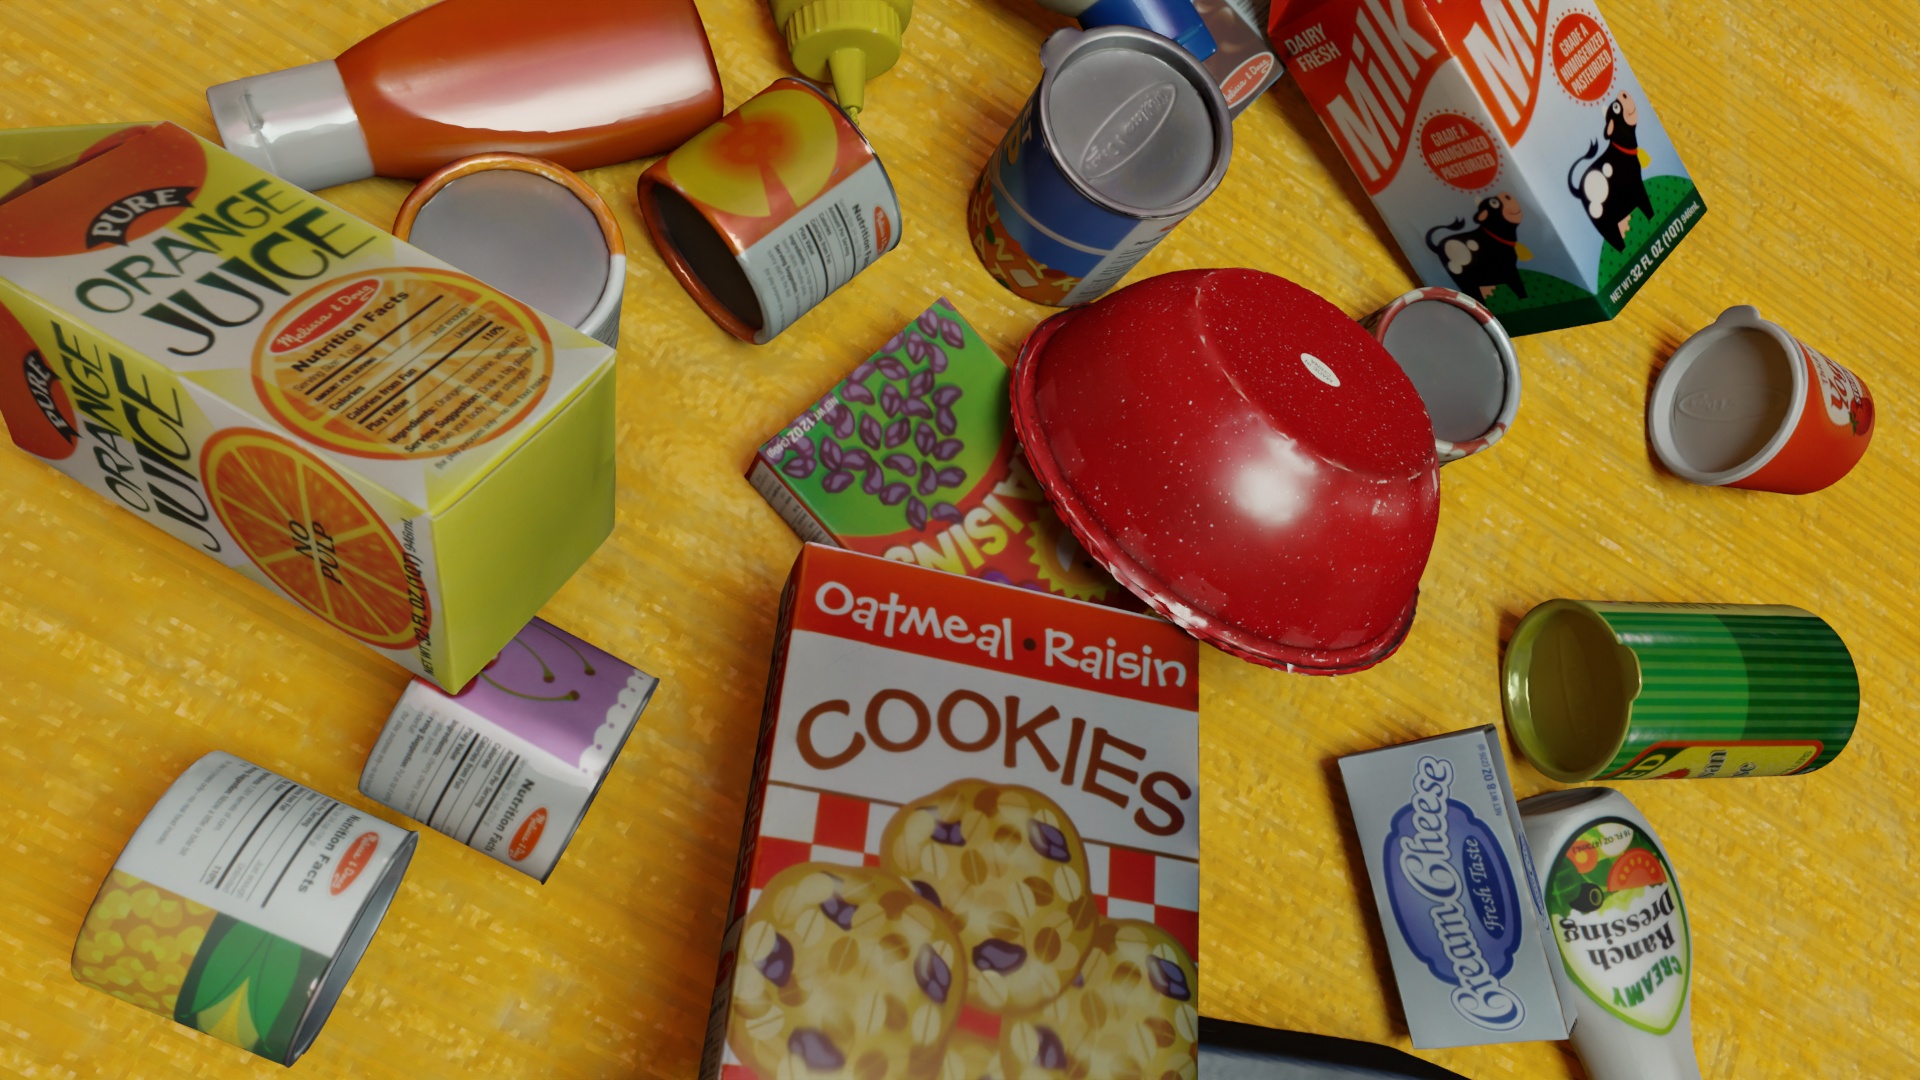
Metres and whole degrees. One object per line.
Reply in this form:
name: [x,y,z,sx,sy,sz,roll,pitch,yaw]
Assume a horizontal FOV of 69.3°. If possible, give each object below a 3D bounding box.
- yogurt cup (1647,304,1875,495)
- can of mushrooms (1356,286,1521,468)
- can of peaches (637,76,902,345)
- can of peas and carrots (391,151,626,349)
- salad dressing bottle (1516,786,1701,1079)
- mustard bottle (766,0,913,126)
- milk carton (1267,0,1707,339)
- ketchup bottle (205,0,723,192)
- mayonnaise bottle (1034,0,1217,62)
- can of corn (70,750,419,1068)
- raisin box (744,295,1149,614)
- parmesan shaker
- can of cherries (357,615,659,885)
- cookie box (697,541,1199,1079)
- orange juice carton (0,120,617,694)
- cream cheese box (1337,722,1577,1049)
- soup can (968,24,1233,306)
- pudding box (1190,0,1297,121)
yogurt cup: [0.321,-0.050,0.554,0.054,0.072,0.072,13,76,-22]
can of mushrooms: [0.174,-0.060,0.528,0.071,0.033,0.071,3,79,-16]
can of peaches: [-0.064,-0.107,0.451,0.058,0.071,0.071,-42,92,-19]
can of peas and carrots: [-0.139,-0.078,0.426,0.071,0.058,0.071,3,78,-16]
salad dressing bottle: [0.234,0.164,0.493,0.064,0.044,0.147,-15,83,-13]
mustard bottle: [-0.043,-0.215,0.487,0.065,0.048,0.160,-3,79,-19]
milk carton: [0.184,-0.171,0.511,0.072,0.073,0.190,-43,106,-19]
ketchup bottle: [-0.155,-0.143,0.442,0.149,0.043,0.065,-20,84,-19]
mayonnaise bottle: [0.034,-0.222,0.479,0.065,0.041,0.148,-38,100,-18]
can of corn: [-0.190,0.099,0.372,0.058,0.071,0.071,27,73,-9]
raisin box: [0.002,-0.006,0.463,0.086,0.040,0.123,-43,92,-19]
parmesan shaker: [0.265,0.055,0.510,0.103,0.071,0.071,2,79,-16]
can of cherries: [-0.128,0.055,0.400,0.058,0.071,0.072,29,73,-8]
cookie box: [0.001,0.092,0.378,0.123,0.040,0.168,13,60,-13]
orange juice carton: [-0.191,-0.046,0.370,0.193,0.071,0.073,27,48,10]
cream cheese box: [0.170,0.119,0.479,0.024,0.053,0.104,1,74,-61]
soup can: [0.043,-0.127,0.476,0.071,0.083,0.071,3,78,-16]
pudding box: [0.103,-0.194,0.536,0.049,0.030,0.084,46,71,-4]
